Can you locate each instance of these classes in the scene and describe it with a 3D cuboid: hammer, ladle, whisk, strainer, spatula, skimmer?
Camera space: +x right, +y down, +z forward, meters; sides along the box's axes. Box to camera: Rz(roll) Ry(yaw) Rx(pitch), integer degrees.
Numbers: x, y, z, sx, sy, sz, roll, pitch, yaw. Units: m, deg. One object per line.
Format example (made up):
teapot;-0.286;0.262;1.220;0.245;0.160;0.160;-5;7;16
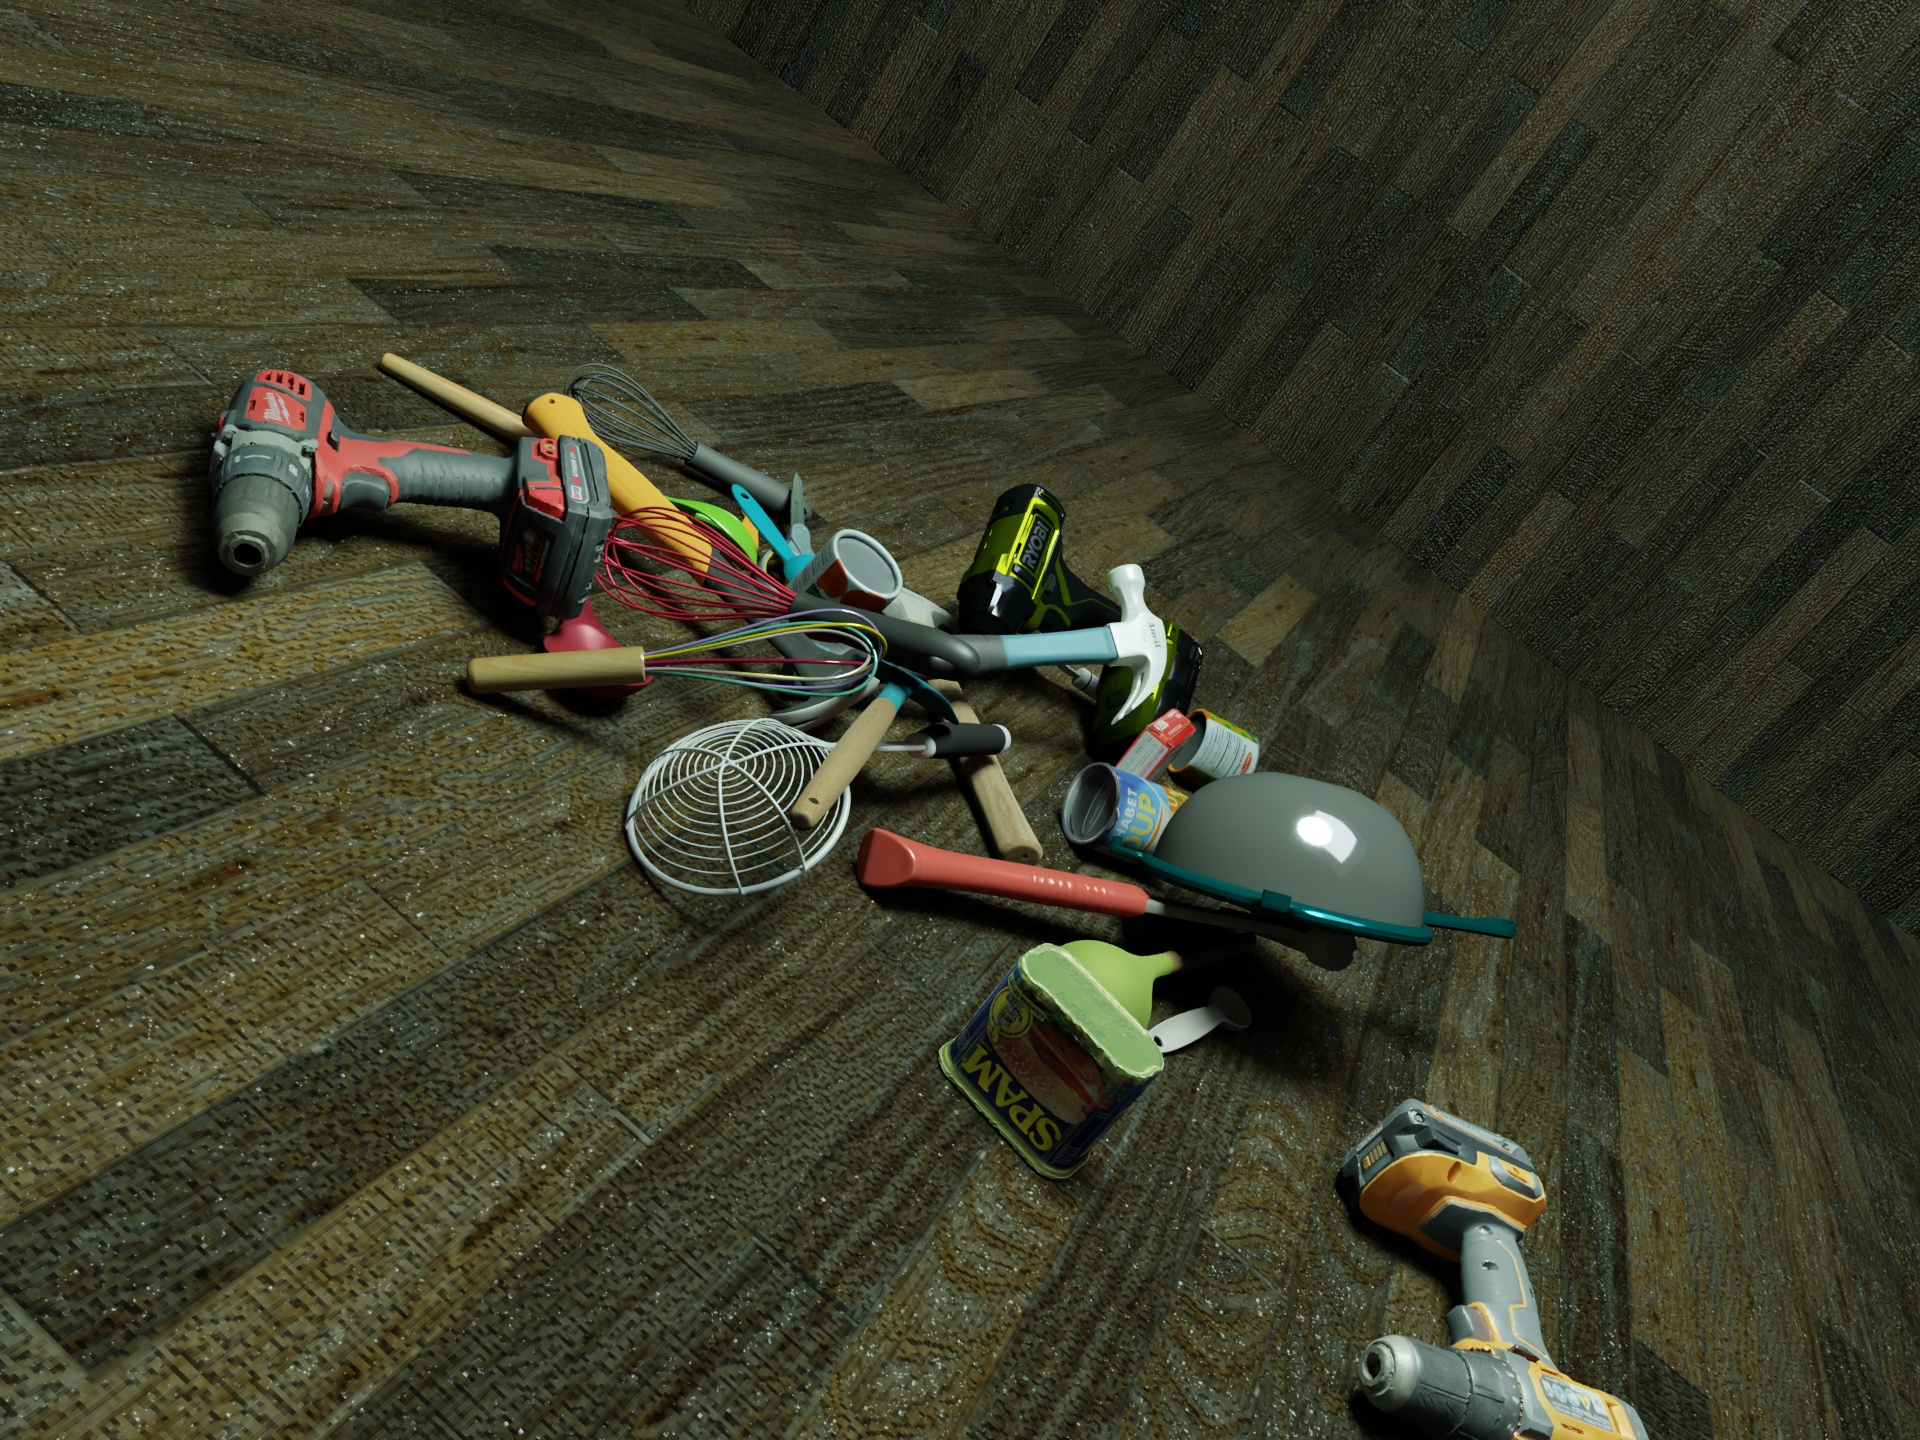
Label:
hammer;0.091;0.118;1.088;0.358;0.037;0.149;13;1;-28
ladle;-0.266;-0.104;1.080;0.069;0.031;0.316;14;30;-32
hammer;-0.002;-0.004;1.241;0.130;0.031;0.332;19;29;-33
whisk;-0.165;-0.031;0.941;0.245;0.051;0.047;-4;-8;-8
strainer;0.294;0.099;1.164;0.340;0.095;0.211;12;2;-30
spatula;-0.055;0.011;0.935;0.082;0.044;0.317;32;20;0
skimmer;-0.066;0.044;1.024;0.127;0.090;0.363;25;12;25
hammer;0.017;-0.052;1.216;0.331;0.033;0.128;-5;70;-29
strainer;0.104;-0.040;1.440;0.258;0.050;0.087;32;-20;-21
whisk;-0.224;-0.228;1.342;0.238;0.055;0.055;27;25;-30
ladle;0.142;0.175;1.103;0.078;0.062;0.320;46;19;22
whisk;-0.120;-0.077;1.016;0.296;0.073;0.073;19;18;21
hammer;-0.200;-0.120;1.128;0.337;0.034;0.127;43;47;15

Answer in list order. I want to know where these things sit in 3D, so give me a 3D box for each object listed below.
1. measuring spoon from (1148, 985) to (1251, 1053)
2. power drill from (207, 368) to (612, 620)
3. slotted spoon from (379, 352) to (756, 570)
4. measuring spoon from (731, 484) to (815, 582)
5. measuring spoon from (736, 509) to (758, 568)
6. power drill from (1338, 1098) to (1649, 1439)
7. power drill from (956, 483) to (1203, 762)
measuring spoon;0.157;0.209;1.084;0.124;0.018;0.034;-9;57;-49
power drill;-0.331;-0.128;0.954;0.226;0.080;0.188;12;31;-24
slotted spoon;-0.292;-0.199;1.210;0.313;0.031;0.070;27;-12;-11
measuring spoon;-0.143;-0.150;1.273;0.042;0.021;0.129;-13;58;-52
measuring spoon;-0.173;-0.154;1.313;0.021;0.011;0.117;28;25;-18
power drill;0.295;0.338;0.947;0.185;0.084;0.226;25;30;-19
power drill;0.095;-0.070;1.342;0.223;0.080;0.171;39;53;-25
